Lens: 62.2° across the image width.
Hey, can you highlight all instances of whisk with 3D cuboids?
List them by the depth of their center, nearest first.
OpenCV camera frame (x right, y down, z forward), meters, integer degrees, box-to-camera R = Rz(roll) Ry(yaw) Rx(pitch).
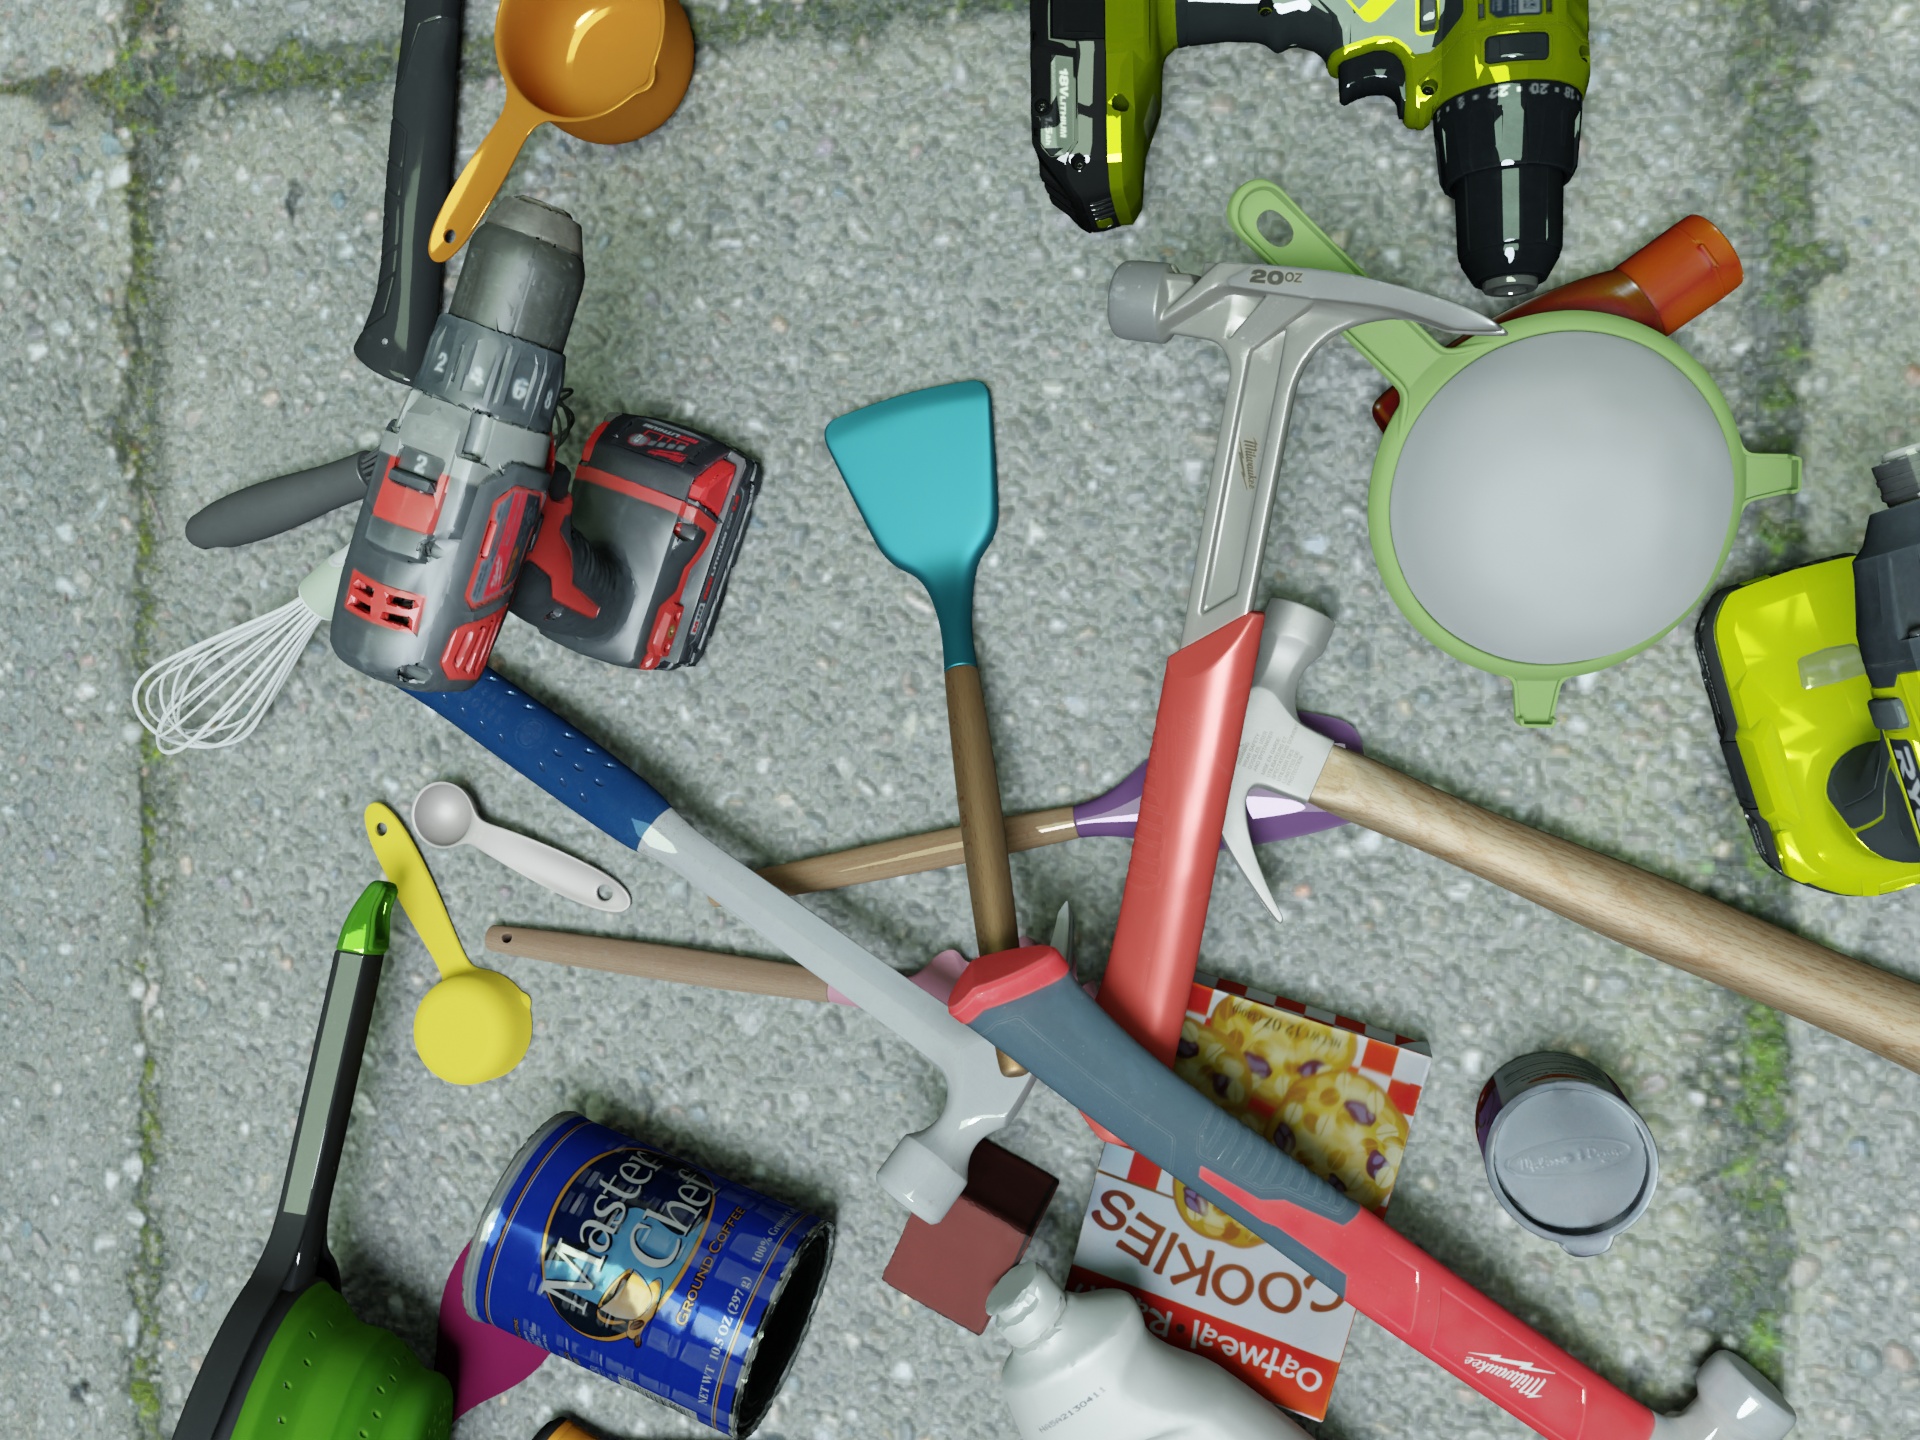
[{"bbox_3d":[-0.326,-0.056,0.795,0.246,0.058,0.059,-35,126,20],"label":"whisk"},{"bbox_3d":[-0.298,-0.127,0.807,0.239,0.055,0.055,-14,87,18],"label":"whisk"}]

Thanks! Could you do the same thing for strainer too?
[{"bbox_3d":[0.203,-0.119,0.619,0.256,0.069,0.151,41,103,-8],"label":"strainer"}]

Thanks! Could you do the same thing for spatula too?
[{"bbox_3d":[-0.001,-0.002,0.704,0.082,0.044,0.318,-13,65,11],"label":"spatula"},{"bbox_3d":[0.029,0.050,0.739,0.316,0.018,0.060,-13,85,13],"label":"spatula"}]

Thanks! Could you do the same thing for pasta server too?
[{"bbox_3d":[-0.089,0.121,0.760,0.316,0.040,0.060,5,68,15],"label":"pasta server"}]

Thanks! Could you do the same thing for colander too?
[{"bbox_3d":[-0.284,0.279,0.757,0.094,0.204,0.397,10,82,-4],"label":"colander"}]

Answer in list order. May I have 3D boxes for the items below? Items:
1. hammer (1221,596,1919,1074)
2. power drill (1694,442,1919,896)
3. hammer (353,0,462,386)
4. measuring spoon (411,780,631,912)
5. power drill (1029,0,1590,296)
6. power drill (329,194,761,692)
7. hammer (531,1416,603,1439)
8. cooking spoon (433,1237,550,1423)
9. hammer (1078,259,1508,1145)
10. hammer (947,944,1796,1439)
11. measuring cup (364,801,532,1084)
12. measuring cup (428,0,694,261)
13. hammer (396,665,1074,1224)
[{"bbox_3d":[0.257,0.070,0.668,0.331,0.031,0.130,24,89,10],"label":"hammer"},{"bbox_3d":[0.331,-0.002,0.557,0.080,0.223,0.171,-17,87,13],"label":"power drill"},{"bbox_3d":[-0.262,-0.333,0.797,0.146,0.035,0.335,6,93,15],"label":"hammer"},{"bbox_3d":[-0.220,0.066,0.807,0.124,0.018,0.034,25,97,6],"label":"measuring spoon"},{"bbox_3d":[0.148,-0.273,0.676,0.228,0.080,0.190,0,90,11],"label":"power drill"},{"bbox_3d":[-0.166,-0.105,0.677,0.080,0.226,0.188,20,96,13],"label":"power drill"},{"bbox_3d":[-0.055,0.377,0.758,0.337,0.034,0.127,-3,89,14],"label":"hammer"},{"bbox_3d":[-0.289,0.392,0.824,0.069,0.017,0.319,32,98,12],"label":"cooking spoon"},{"bbox_3d":[0.104,0.004,0.636,0.149,0.036,0.359,15,104,25],"label":"hammer"},{"bbox_3d":[0.148,0.226,0.647,0.386,0.038,0.143,36,99,-7],"label":"hammer"},{"bbox_3d":[-0.272,0.113,0.809,0.062,0.029,0.156,-29,86,13],"label":"measuring cup"},{"bbox_3d":[-0.198,-0.291,0.774,0.095,0.052,0.173,40,101,10],"label":"measuring cup"},{"bbox_3d":[-0.130,0.053,0.742,0.406,0.035,0.144,32,76,20],"label":"hammer"}]
